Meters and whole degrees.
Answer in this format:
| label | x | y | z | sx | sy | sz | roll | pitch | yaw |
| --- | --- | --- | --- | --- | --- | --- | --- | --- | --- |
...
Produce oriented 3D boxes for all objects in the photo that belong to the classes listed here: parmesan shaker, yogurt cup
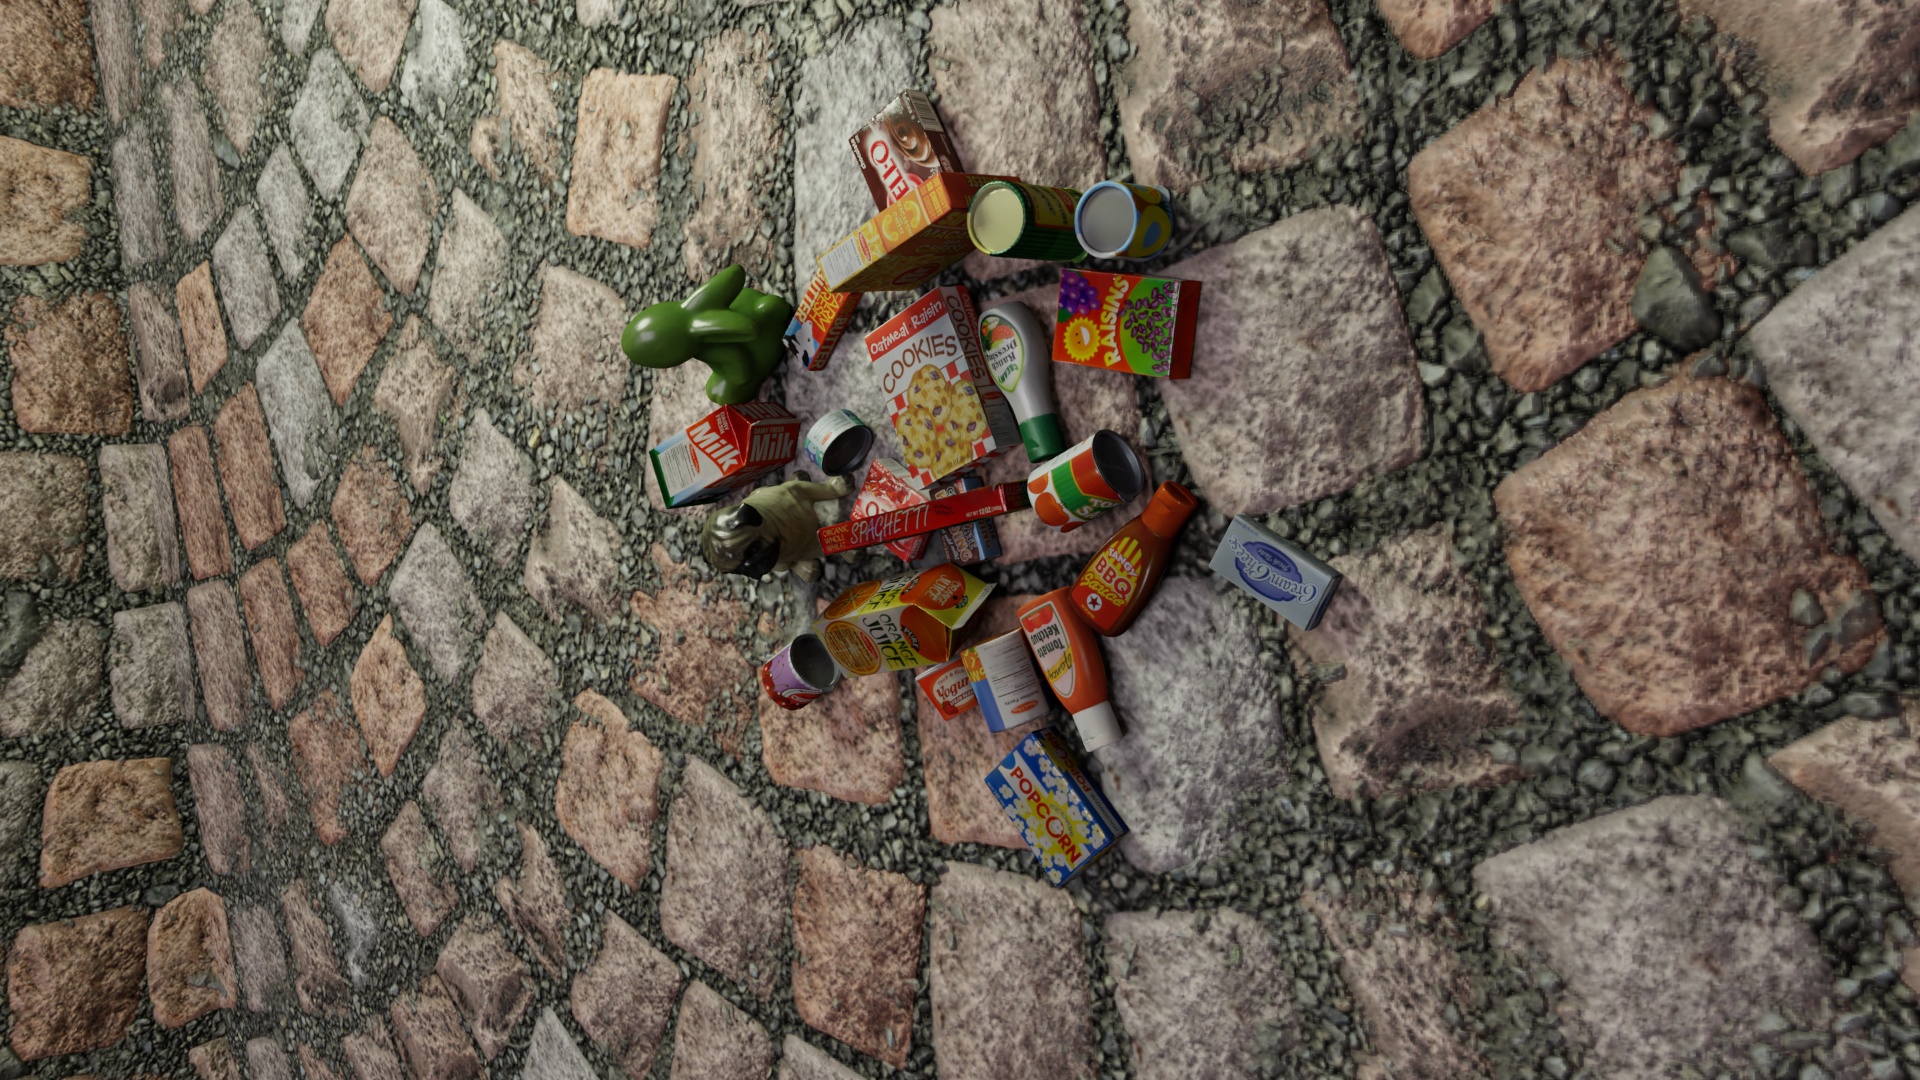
| label | x | y | z | sx | sy | sz | roll | pitch | yaw |
| --- | --- | --- | --- | --- | --- | --- | --- | --- | --- |
| parmesan shaker | 0.064 | -0.279 | 1.226 | 0.071 | 0.103 | 0.071 | 7 | 101 | 38 |
| yogurt cup | -0.003 | 0.142 | 1.370 | 0.072 | 0.073 | 0.054 | -32 | 84 | 38 |

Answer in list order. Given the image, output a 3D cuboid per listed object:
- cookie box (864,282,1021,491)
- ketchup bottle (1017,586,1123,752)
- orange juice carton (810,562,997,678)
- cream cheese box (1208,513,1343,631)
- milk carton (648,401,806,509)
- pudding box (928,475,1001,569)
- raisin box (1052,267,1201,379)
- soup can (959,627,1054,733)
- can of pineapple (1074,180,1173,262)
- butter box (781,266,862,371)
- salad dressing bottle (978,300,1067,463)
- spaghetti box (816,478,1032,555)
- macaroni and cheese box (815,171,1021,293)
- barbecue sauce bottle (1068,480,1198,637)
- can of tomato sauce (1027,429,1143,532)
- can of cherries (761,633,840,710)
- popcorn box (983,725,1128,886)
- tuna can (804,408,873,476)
| label | x | y | z | sx | sy | sz | roll | pitch | yaw |
| --- | --- | --- | --- | --- | --- | --- | --- | --- | --- |
| cookie box | -0.019 | -0.148 | 1.350 | 0.122 | 0.040 | 0.167 | -26 | 80 | 45 |
| ketchup bottle | 0.106 | 0.120 | 1.288 | 0.064 | 0.044 | 0.149 | -33 | 76 | 47 |
| orange juice carton | -0.050 | 0.078 | 1.374 | 0.192 | 0.072 | 0.073 | -14 | 114 | 42 |
| cream cheese box | 0.262 | 0.025 | 1.158 | 0.104 | 0.024 | 0.053 | 36 | 118 | 30 |
| milk carton | -0.254 | -0.100 | 1.536 | 0.190 | 0.072 | 0.073 | -23 | 82 | 40 |
| pudding box | 0.005 | -0.017 | 1.361 | 0.049 | 0.030 | 0.083 | -17 | 86 | 39 |
| raisin box | 0.144 | -0.191 | 1.215 | 0.123 | 0.040 | 0.086 | 14 | 106 | 36 |
| soup can | 0.043 | 0.133 | 1.323 | 0.071 | 0.071 | 0.084 | -22 | 88 | 39 |
| can of pineapple | 0.141 | -0.276 | 1.192 | 0.071 | 0.058 | 0.071 | 7 | 101 | 39 |
| butter box | -0.146 | -0.233 | 1.457 | 0.053 | 0.024 | 0.103 | 48 | 123 | 25 |
| salad dressing bottle | 0.060 | -0.146 | 1.287 | 0.064 | 0.044 | 0.147 | -25 | 81 | 47 |
| spaghetti box | -0.037 | -0.021 | 1.341 | 0.249 | 0.050 | 0.028 | -13 | 88 | 41 |
| macaroni and cheese box | -0.033 | -0.283 | 1.292 | 0.166 | 0.124 | 0.040 | -25 | 84 | 39 |
| barbecue sauce bottle | 0.156 | 0.014 | 1.232 | 0.065 | 0.044 | 0.147 | 47 | 122 | 25 |
| can of tomato sauce | 0.112 | -0.050 | 1.244 | 0.082 | 0.071 | 0.071 | -30 | 77 | 39 |
| can of cherries | -0.172 | 0.145 | 1.506 | 0.058 | 0.072 | 0.071 | -38 | 73 | 37 |
| popcorn box | 0.090 | 0.252 | 1.324 | 0.127 | 0.038 | 0.084 | 54 | 126 | 20 |
| tuna can | -0.125 | -0.100 | 1.435 | 0.033 | 0.071 | 0.070 | 44 | 121 | 27 |
